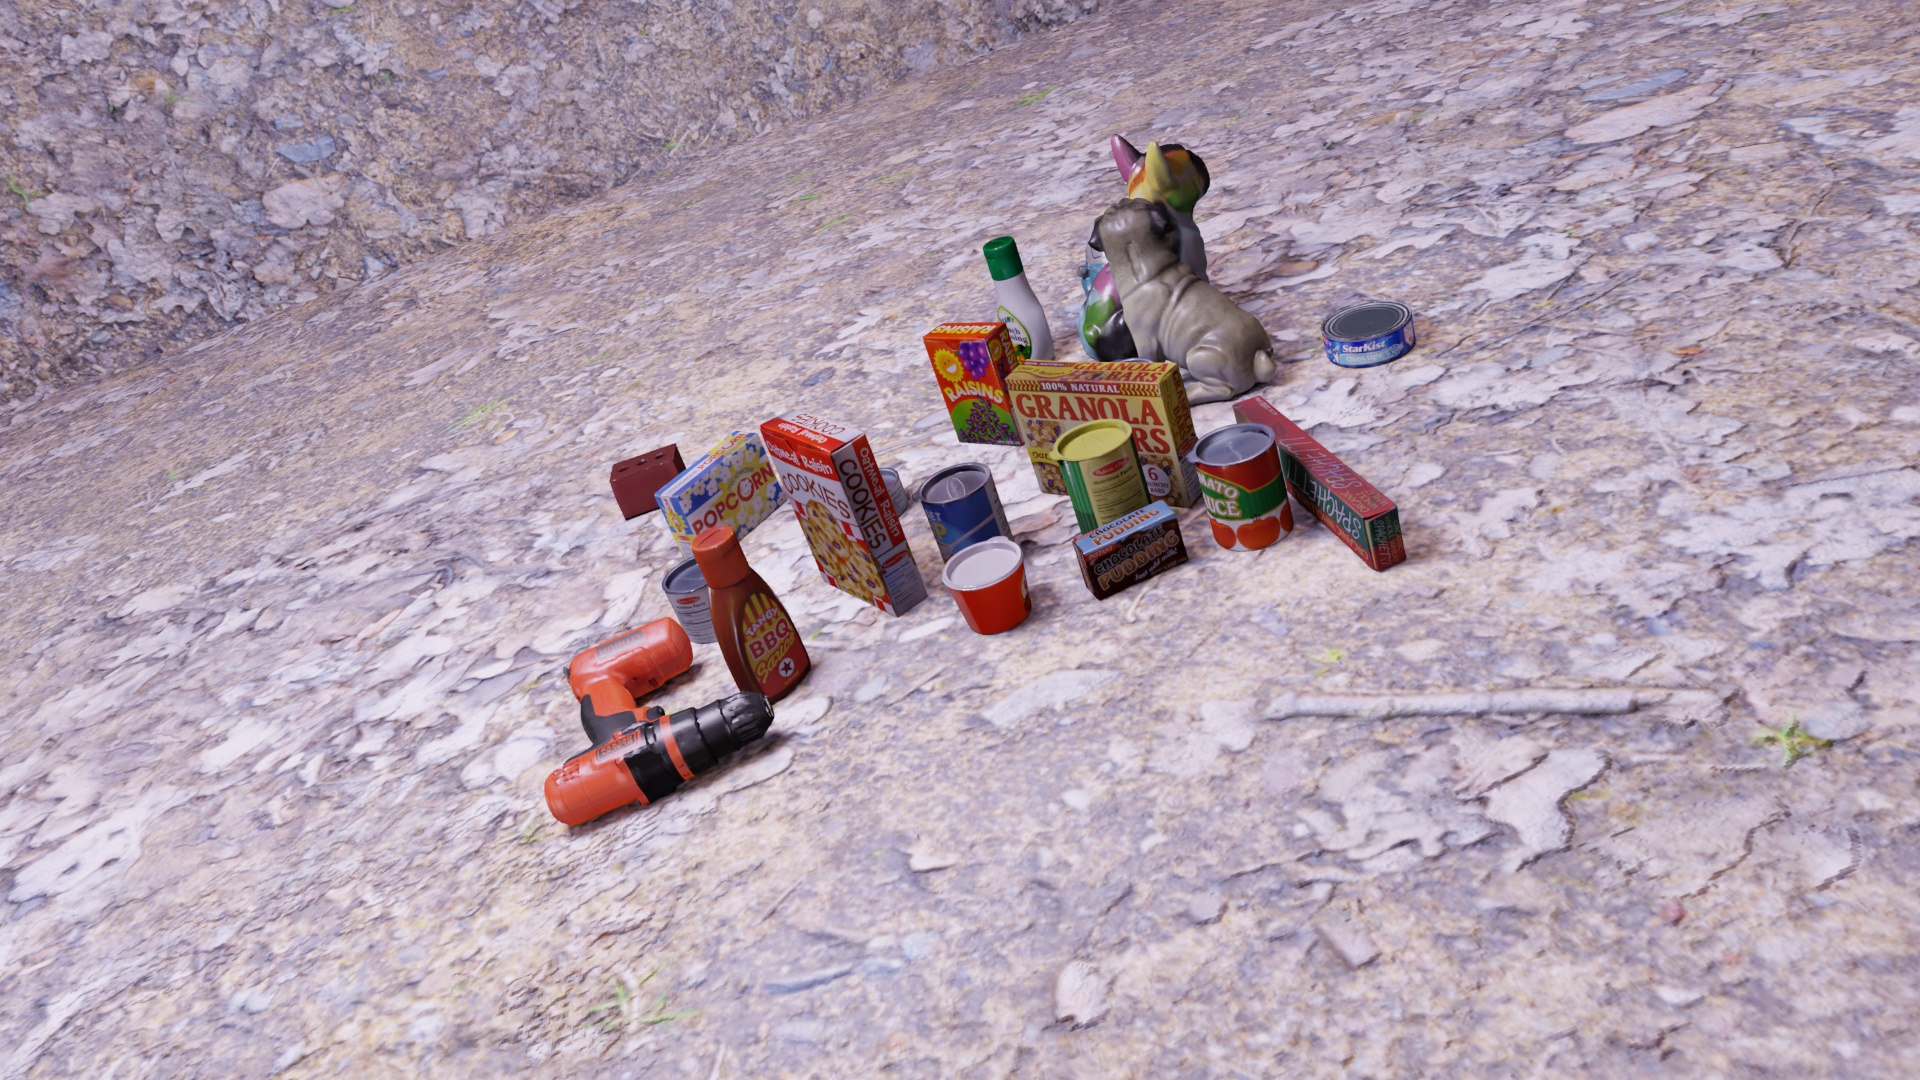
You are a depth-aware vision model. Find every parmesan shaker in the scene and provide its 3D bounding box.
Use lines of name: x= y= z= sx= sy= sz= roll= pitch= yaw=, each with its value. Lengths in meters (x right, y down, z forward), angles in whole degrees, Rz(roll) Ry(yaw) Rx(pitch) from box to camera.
parmesan shaker: x=0.120 y=-0.040 z=1.156 sx=0.071 sy=0.102 sz=0.071 roll=-15 pitch=28 yaw=9

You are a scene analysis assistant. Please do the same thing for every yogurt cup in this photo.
yogurt cup: x=0.025 y=0.039 z=1.129 sx=0.072 sy=0.053 sz=0.073 roll=-15 pitch=28 yaw=9

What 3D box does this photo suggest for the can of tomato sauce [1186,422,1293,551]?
can of tomato sauce: x=0.226 y=-0.042 z=1.115 sx=0.071 sy=0.082 sz=0.071 roll=-15 pitch=28 yaw=9

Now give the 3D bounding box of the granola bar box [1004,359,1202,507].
granola bar box: x=0.129 y=-0.097 z=1.228 sx=0.165 sy=0.123 sz=0.039 roll=8 pitch=39 yaw=41

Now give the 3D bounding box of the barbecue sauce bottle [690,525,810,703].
barbecue sauce bottle: x=-0.173 y=0.058 z=1.120 sx=0.043 sy=0.148 sz=0.065 roll=9 pitch=39 yaw=42

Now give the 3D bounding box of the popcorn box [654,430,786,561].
popcorn box: x=-0.242 y=-0.043 z=1.409 sx=0.038 sy=0.085 sz=0.127 roll=5 pitch=37 yaw=38

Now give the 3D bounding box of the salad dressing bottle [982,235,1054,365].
salad dressing bottle: x=0.062 y=-0.262 z=1.536 sx=0.044 sy=0.147 sz=0.064 roll=-33 pitch=31 yaw=-23

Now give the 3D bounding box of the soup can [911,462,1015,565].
soup can: x=0.004 y=-0.015 z=1.206 sx=0.071 sy=0.083 sz=0.072 roll=-15 pitch=28 yaw=9

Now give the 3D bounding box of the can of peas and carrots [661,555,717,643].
can of peas and carrots: x=-0.229 y=0.050 z=1.264 sx=0.071 sy=0.058 sz=0.071 roll=-15 pitch=28 yaw=9

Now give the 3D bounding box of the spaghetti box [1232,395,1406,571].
spaghetti box: x=0.286 y=-0.052 z=1.129 sx=0.029 sy=0.050 sz=0.251 roll=-22 pitch=28 yaw=-3

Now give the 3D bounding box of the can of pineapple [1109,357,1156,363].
can of pineapple: x=0.165 y=-0.138 z=1.348 sx=0.071 sy=0.057 sz=0.071 roll=-15 pitch=28 yaw=9

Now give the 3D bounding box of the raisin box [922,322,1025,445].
raisin box: x=0.021 y=-0.158 z=1.406 sx=0.086 sy=0.123 sz=0.040 roll=8 pitch=38 yaw=41

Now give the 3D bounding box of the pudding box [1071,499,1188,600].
pudding box: x=0.137 y=0.007 z=1.120 sx=0.084 sy=0.049 sz=0.030 roll=-24 pitch=28 yaw=-7

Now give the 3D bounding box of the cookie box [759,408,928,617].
cookie box: x=-0.102 y=-0.025 z=1.202 sx=0.040 sy=0.166 sz=0.123 roll=-34 pitch=31 yaw=-25

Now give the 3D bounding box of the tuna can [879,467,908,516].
tuna can: x=-0.089 y=-0.040 z=1.363 sx=0.071 sy=0.032 sz=0.071 roll=-15 pitch=28 yaw=9
